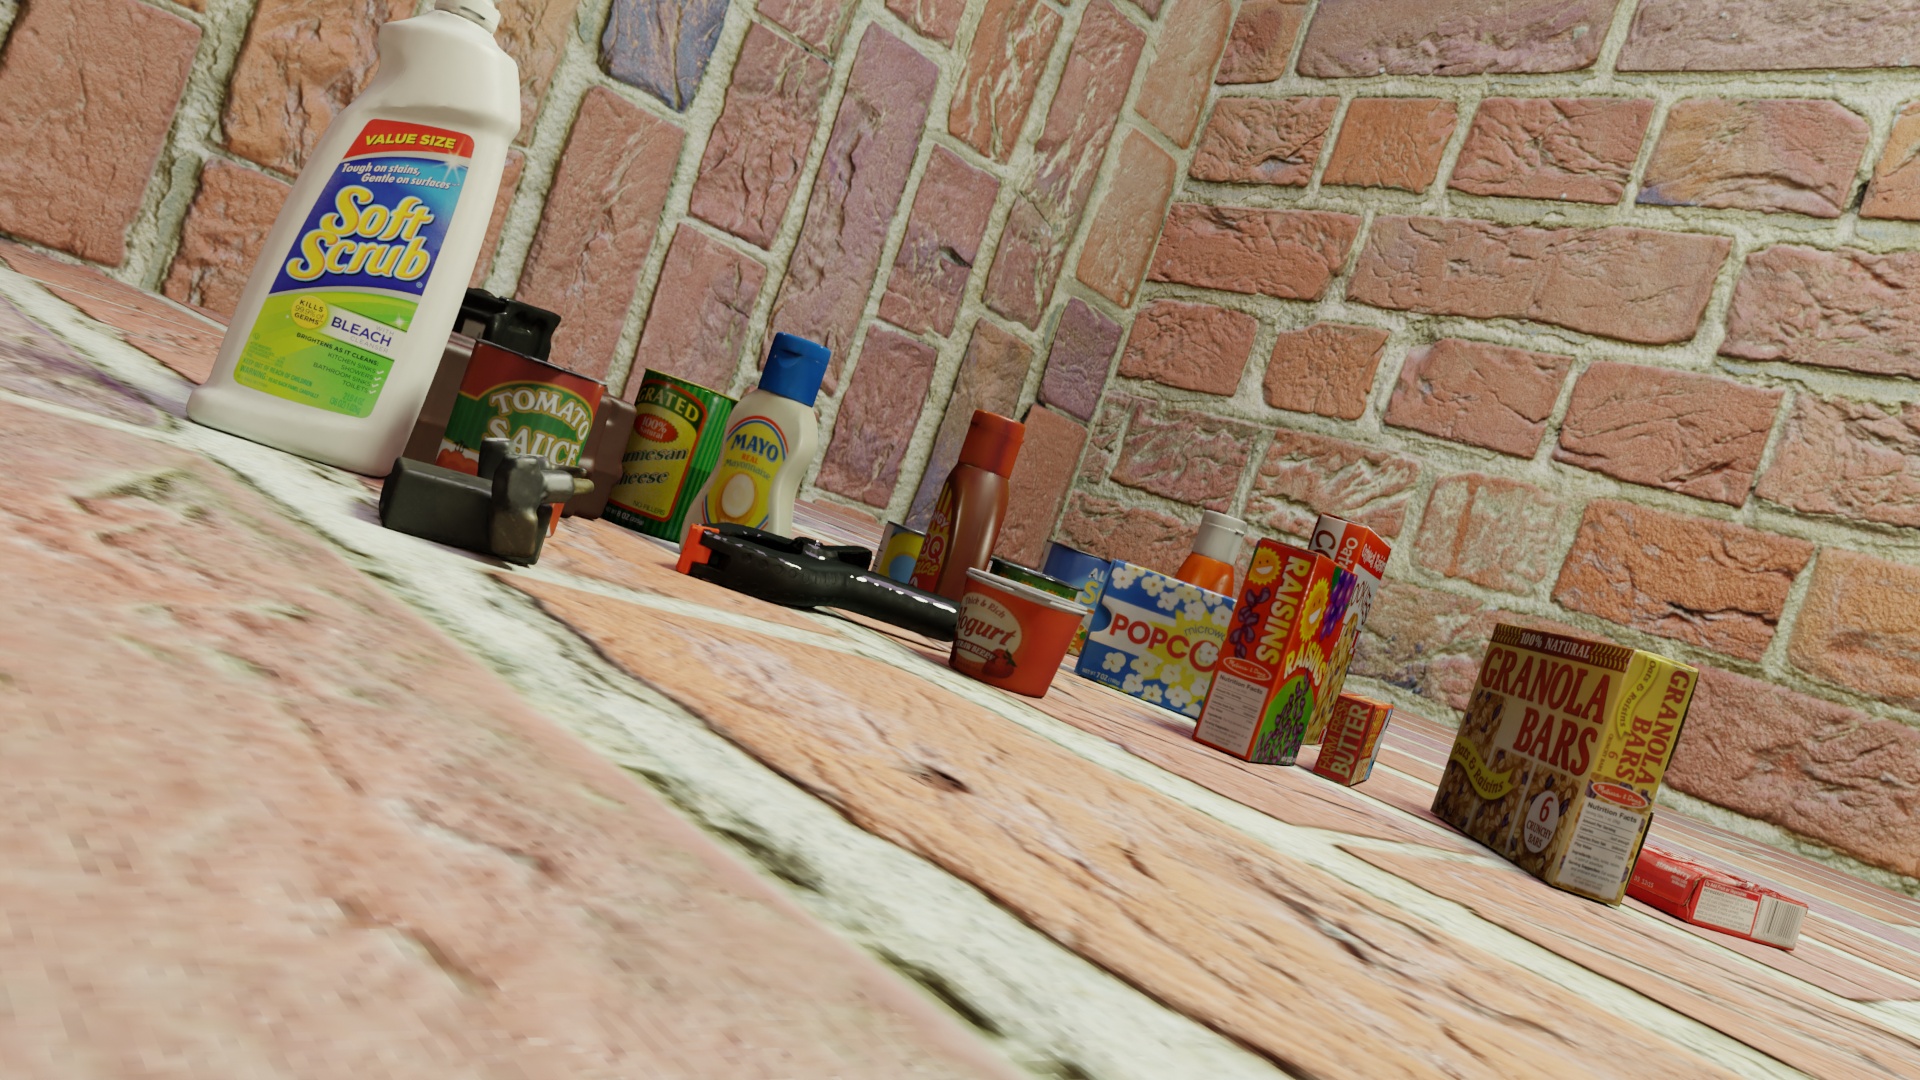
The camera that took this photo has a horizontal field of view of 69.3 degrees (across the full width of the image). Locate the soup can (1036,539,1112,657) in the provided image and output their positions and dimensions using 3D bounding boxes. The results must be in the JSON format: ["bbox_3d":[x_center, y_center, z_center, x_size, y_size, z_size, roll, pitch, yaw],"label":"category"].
[{"bbox_3d":[0.092,0.049,1.152,0.071,0.083,0.071,19,0,0],"label":"soup can"}]

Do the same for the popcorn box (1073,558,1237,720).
[{"bbox_3d":[0.152,0.073,0.946,0.127,0.085,0.038,19,0,21],"label":"popcorn box"}]

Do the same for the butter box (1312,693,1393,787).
[{"bbox_3d":[0.247,0.124,0.869,0.024,0.053,0.103,19,1,24],"label":"butter box"}]

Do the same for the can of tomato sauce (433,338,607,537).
[{"bbox_3d":[-0.221,-0.050,0.691,0.071,0.083,0.071,19,0,0],"label":"can of tomato sauce"}]

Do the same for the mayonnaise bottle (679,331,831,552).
[{"bbox_3d":[-0.120,-0.053,0.851,0.065,0.148,0.041,19,0,14],"label":"mayonnaise bottle"}]

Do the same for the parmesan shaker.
[{"bbox_3d":[-0.192,-0.055,0.923,0.071,0.103,0.071,19,0,0],"label":"parmesan shaker"}]

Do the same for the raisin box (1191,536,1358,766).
[{"bbox_3d":[0.185,0.066,0.811,0.040,0.123,0.086,19,0,33],"label":"raisin box"}]

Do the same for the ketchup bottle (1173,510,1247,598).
[{"bbox_3d":[0.195,0.051,1.137,0.065,0.148,0.043,19,0,-42],"label":"ketchup bottle"}]

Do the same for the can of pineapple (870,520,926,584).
[{"bbox_3d":[-0.030,0.023,1.015,0.071,0.058,0.071,19,1,0],"label":"can of pineapple"}]

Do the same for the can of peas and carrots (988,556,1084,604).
[{"bbox_3d":[0.042,0.049,0.946,0.071,0.058,0.071,19,1,0],"label":"can of peas and carrots"}]

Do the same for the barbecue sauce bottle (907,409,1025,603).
[{"bbox_3d":[0.003,-0.012,0.922,0.044,0.148,0.065,19,0,-21],"label":"barbecue sauce bottle"}]

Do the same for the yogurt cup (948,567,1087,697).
[{"bbox_3d":[0.028,0.050,0.740,0.072,0.054,0.072,19,1,0],"label":"yogurt cup"}]

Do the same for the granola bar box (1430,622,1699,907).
[{"bbox_3d":[0.322,0.114,0.754,0.039,0.124,0.165,19,1,-2],"label":"granola bar box"}]

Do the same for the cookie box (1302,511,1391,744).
[{"bbox_3d":[0.273,0.069,1.051,0.040,0.167,0.123,19,0,25],"label":"cookie box"}]
